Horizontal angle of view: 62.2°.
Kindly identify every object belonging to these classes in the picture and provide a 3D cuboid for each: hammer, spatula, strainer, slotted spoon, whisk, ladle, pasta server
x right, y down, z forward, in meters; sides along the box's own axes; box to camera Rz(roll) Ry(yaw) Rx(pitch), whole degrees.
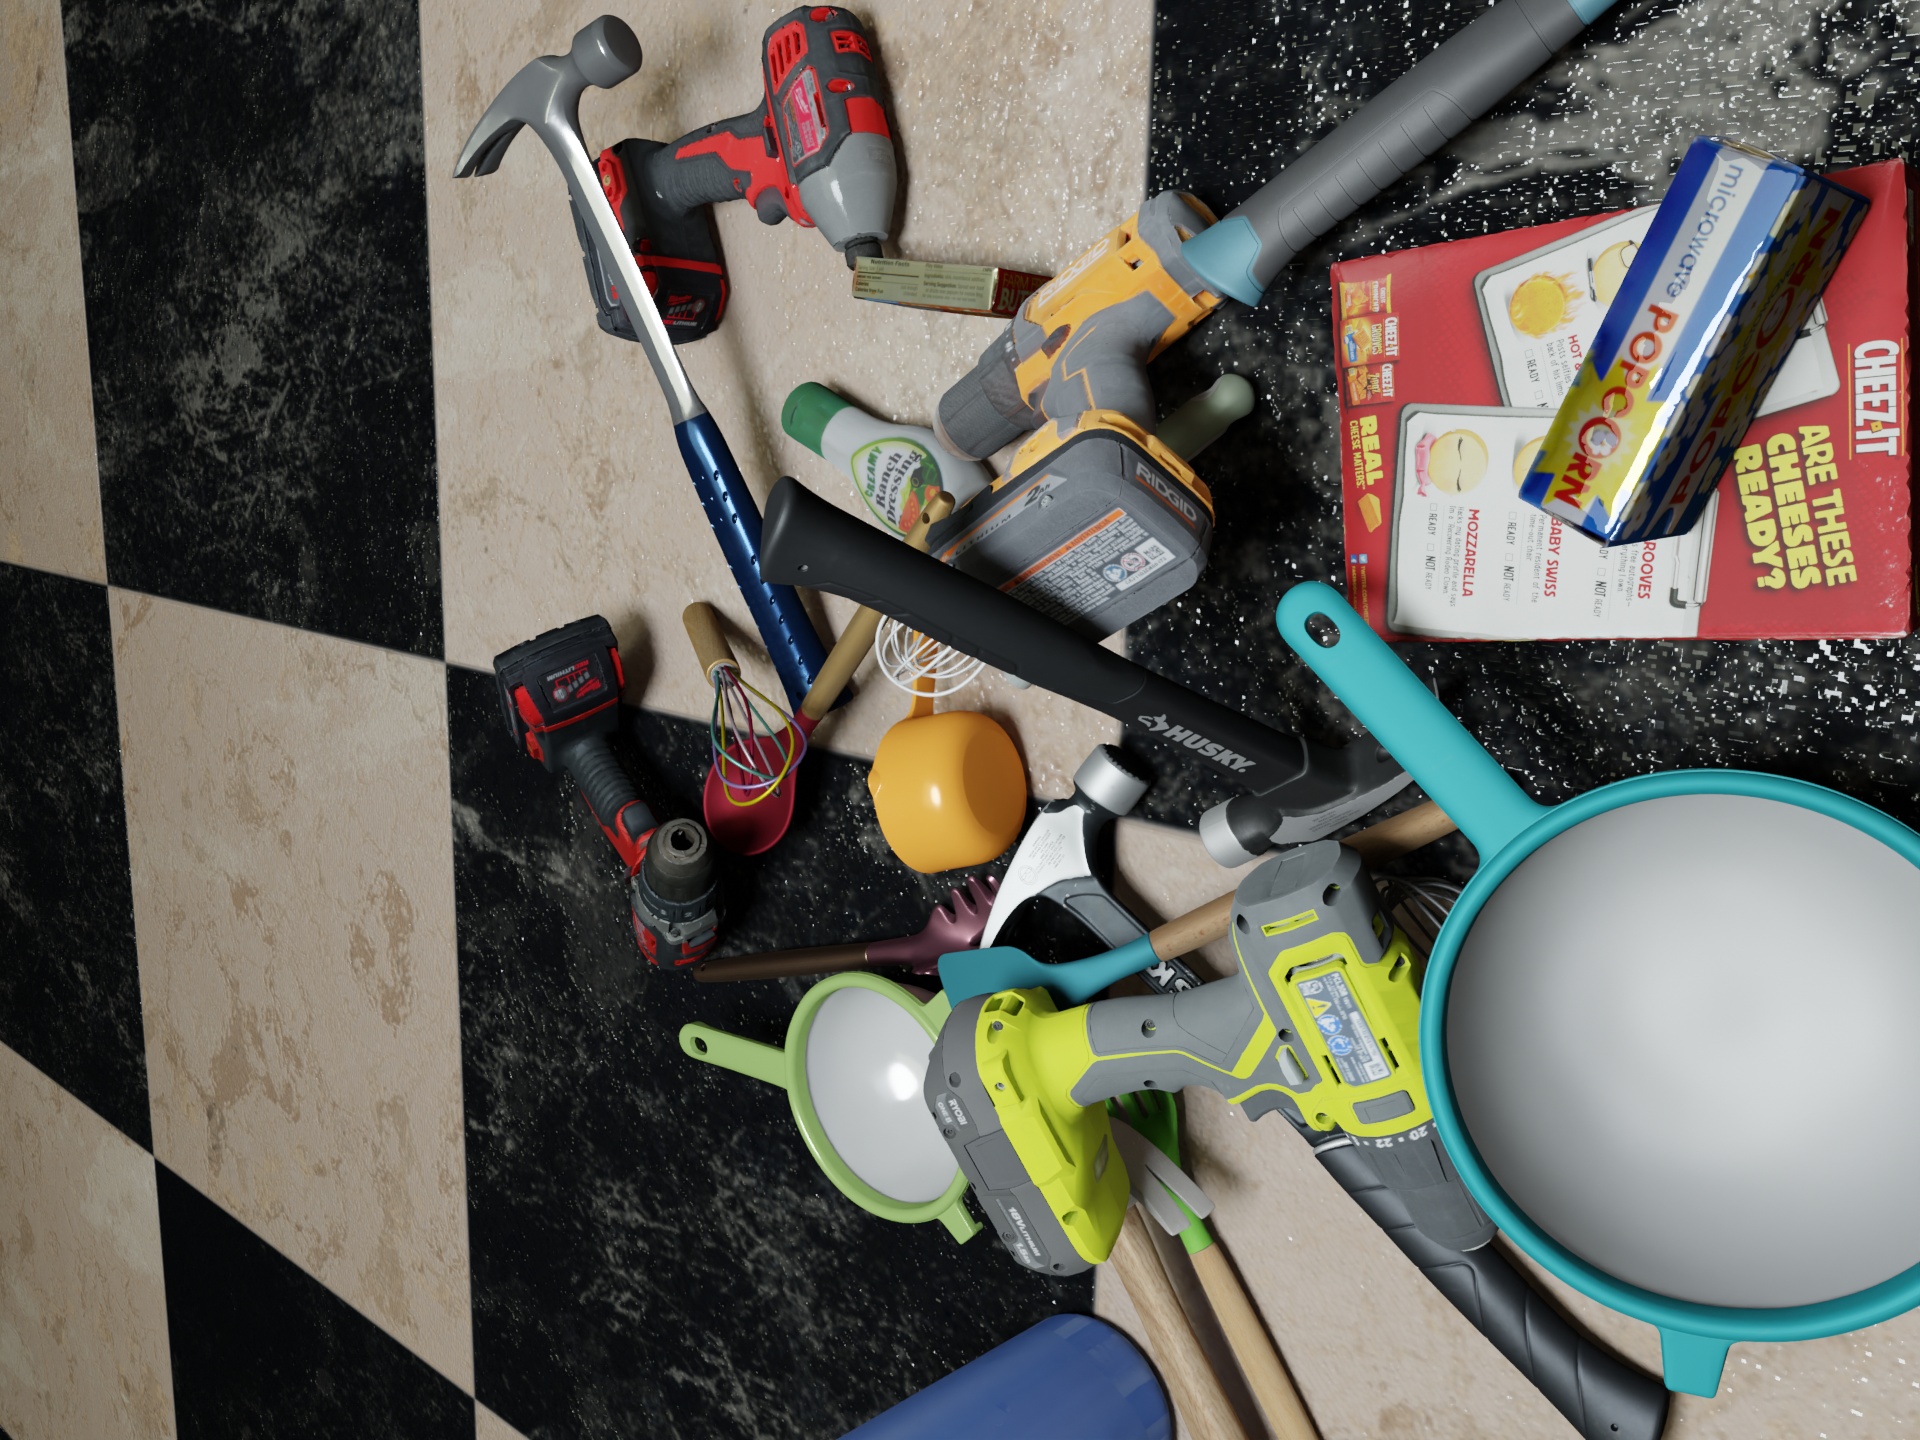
[{"bbox_3d":[-0.168,-0.187,0.944,0.144,0.035,0.405,-16,103,34],"label":"hammer"},{"bbox_3d":[0.121,0.097,0.775,0.317,0.044,0.082,-28,77,22],"label":"spatula"},{"bbox_3d":[-0.070,0.212,0.982,0.256,0.069,0.151,4,103,42],"label":"strainer"},{"bbox_3d":[0.168,0.196,0.777,0.409,0.036,0.149,44,108,24],"label":"hammer"},{"bbox_3d":[0.139,0.304,0.843,0.070,0.031,0.314,-37,75,39],"label":"slotted spoon"},{"bbox_3d":[0.265,0.160,0.695,0.239,0.055,0.055,51,126,18],"label":"whisk"},{"bbox_3d":[0.059,-0.021,0.669,0.146,0.334,0.035,-33,45,41],"label":"hammer"},{"bbox_3d":[0.131,0.362,0.834,0.130,0.031,0.331,-32,82,56],"label":"hammer"},{"bbox_3d":[0.227,-0.274,0.627,0.331,0.033,0.128,-34,74,30],"label":"hammer"},{"bbox_3d":[-0.142,-0.016,0.958,0.245,0.051,0.047,-125,49,-58],"label":"whisk"},{"bbox_3d":[0.050,-0.092,0.813,0.246,0.058,0.059,-38,101,24],"label":"whisk"},{"bbox_3d":[-0.077,-0.022,0.921,0.069,0.031,0.315,52,134,16],"label":"ladle"},{"bbox_3d":[-0.077,0.145,0.998,0.316,0.040,0.060,-14,47,44],"label":"pasta server"},{"bbox_3d":[0.253,0.074,0.636,0.211,0.095,0.340,-45,74,19],"label":"strainer"}]

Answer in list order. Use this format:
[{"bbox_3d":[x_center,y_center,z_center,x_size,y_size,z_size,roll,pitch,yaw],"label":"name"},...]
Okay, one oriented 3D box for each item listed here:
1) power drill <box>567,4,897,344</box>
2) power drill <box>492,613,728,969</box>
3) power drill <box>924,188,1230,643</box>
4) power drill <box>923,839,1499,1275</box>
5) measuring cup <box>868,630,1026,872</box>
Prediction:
[{"bbox_3d":[-0.128,-0.307,0.940,0.220,0.078,0.143,-15,88,39],"label":"power drill"},{"bbox_3d":[-0.220,0.044,1.039,0.227,0.080,0.187,58,158,16],"label":"power drill"},{"bbox_3d":[0.043,-0.130,0.750,0.185,0.084,0.226,-31,35,39],"label":"power drill"},{"bbox_3d":[0.117,0.175,0.726,0.228,0.080,0.190,-23,101,26],"label":"power drill"},{"bbox_3d":[-0.001,-0.003,0.888,0.052,0.095,0.174,-10,72,35],"label":"measuring cup"}]
